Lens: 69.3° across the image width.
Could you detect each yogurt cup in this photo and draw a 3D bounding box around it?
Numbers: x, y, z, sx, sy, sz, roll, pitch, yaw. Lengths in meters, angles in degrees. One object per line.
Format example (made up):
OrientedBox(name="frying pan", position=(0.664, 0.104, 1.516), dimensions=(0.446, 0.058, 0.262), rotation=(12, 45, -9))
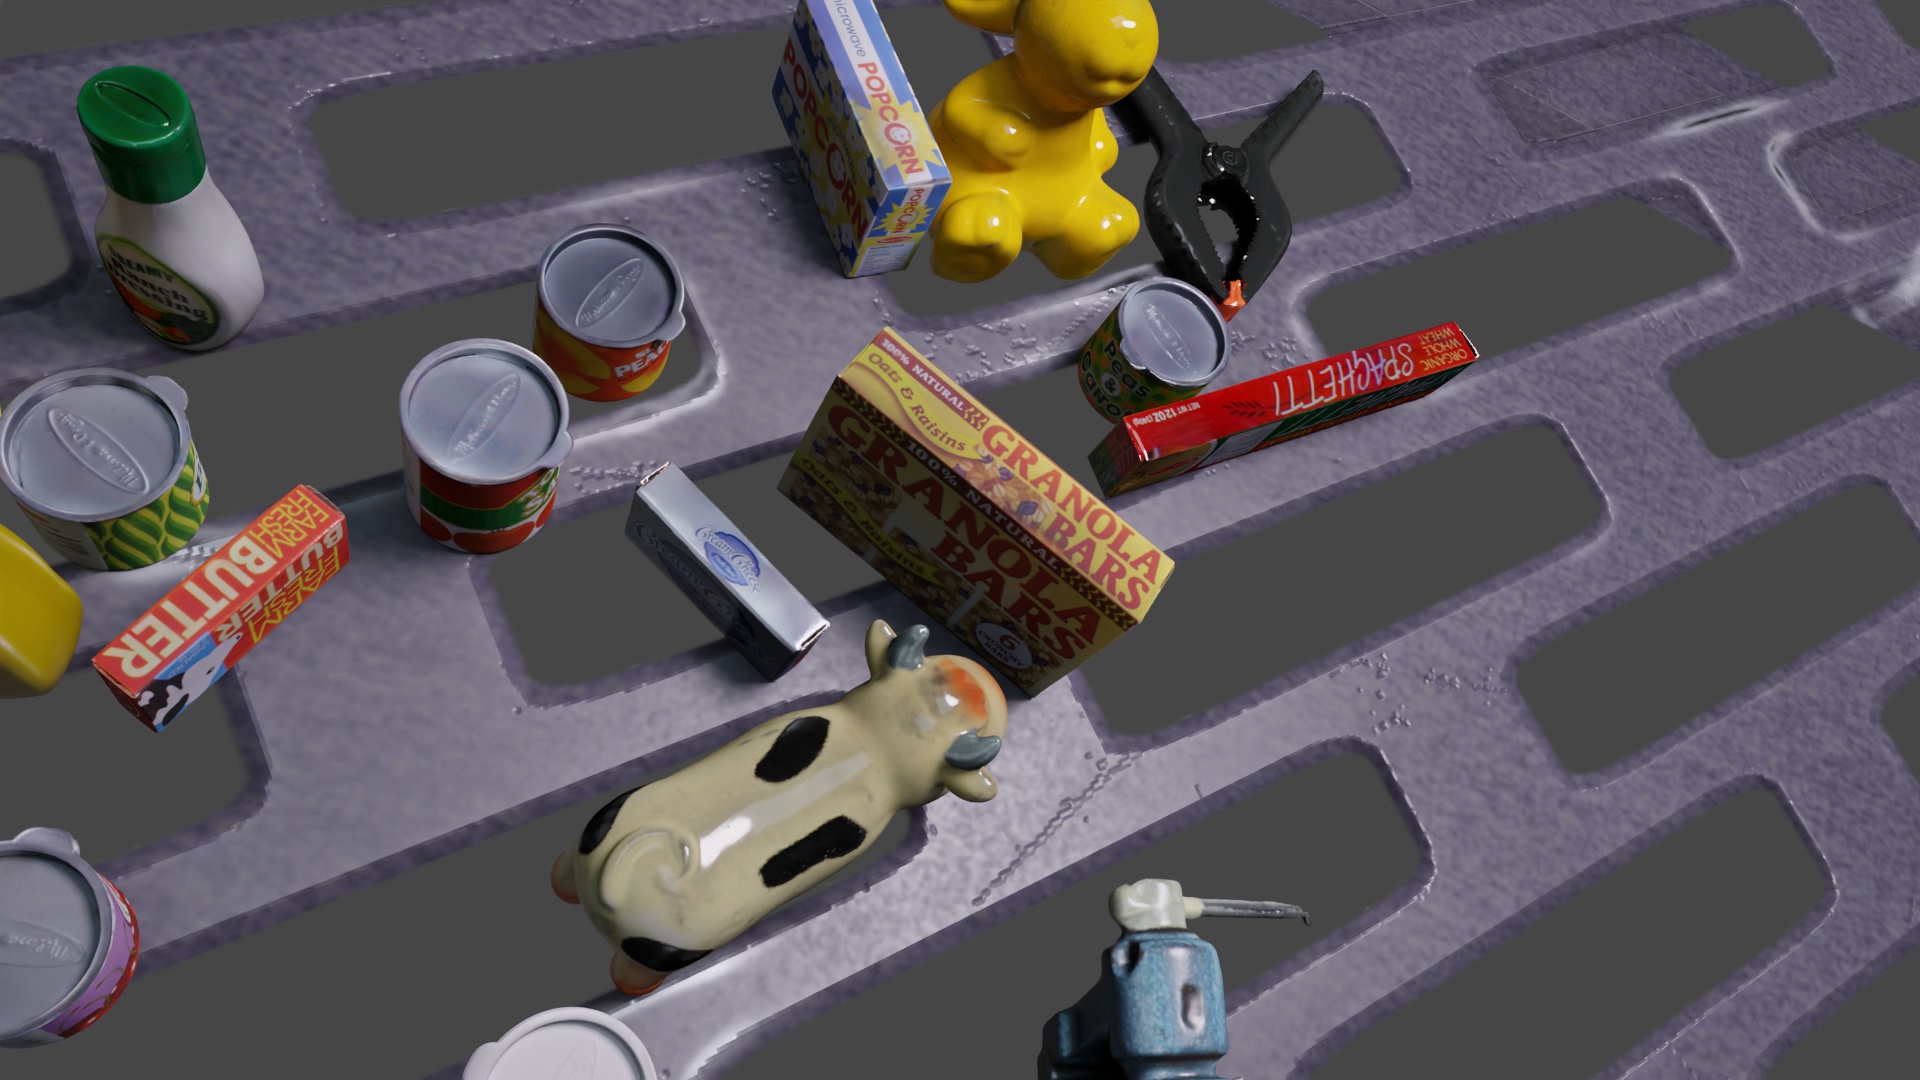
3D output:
OrientedBox(name="yogurt cup", position=(-0.153, 0.216, 0.530), dimensions=(0.072, 0.053, 0.072), rotation=(8, 66, -17))

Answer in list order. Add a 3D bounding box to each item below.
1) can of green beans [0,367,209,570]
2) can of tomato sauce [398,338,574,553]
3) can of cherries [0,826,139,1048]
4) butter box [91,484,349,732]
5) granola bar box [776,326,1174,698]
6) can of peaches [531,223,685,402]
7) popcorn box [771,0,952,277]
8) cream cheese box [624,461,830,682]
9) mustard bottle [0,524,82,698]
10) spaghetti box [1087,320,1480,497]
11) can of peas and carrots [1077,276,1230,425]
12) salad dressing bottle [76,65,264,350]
OrientedBox(name="can of green beans", position=(-0.344, -0.027, 0.561), dimensions=(0.071, 0.057, 0.071), rotation=(8, 66, -17))
OrientedBox(name="can of tomato sauce", position=(-0.205, -0.038, 0.603), dimensions=(0.071, 0.082, 0.071), rotation=(8, 66, -17))
OrientedBox(name="can of cherries", position=(-0.331, 0.142, 0.493), dimensions=(0.071, 0.058, 0.072), rotation=(8, 66, -17))
OrientedBox(name="butter box", position=(-0.294, 0.026, 0.560), dimensions=(0.024, 0.053, 0.104), rotation=(39, 60, -1))
OrientedBox(name="granola bar box", position=(0.002, -0.008, 0.644), dimensions=(0.165, 0.123, 0.039), rotation=(39, 61, -1))
OrientedBox(name="can of peaches", position=(-0.167, -0.105, 0.661), dimensions=(0.071, 0.057, 0.071), rotation=(8, 66, -17))
OrientedBox(name="popcorn box", position=(-0.055, -0.215, 0.734), dimensions=(0.038, 0.085, 0.127), rotation=(-16, 74, -25))
OrientedBox(name="cream cheese box", position=(-0.108, 0.016, 0.633), dimensions=(0.104, 0.053, 0.024), rotation=(45, 61, 2))
OrientedBox(name="mustard bottle", position=(-0.355, 0.013, 0.481), dimensions=(0.065, 0.159, 0.049), rotation=(12, 65, -15))
OrientedBox(name="spaghetti box", position=(0.187, -0.076, 0.784), dimensions=(0.251, 0.050, 0.029), rotation=(-18, 76, -26))
OrientedBox(name="can of peas and carrots", position=(0.103, -0.099, 0.758), dimensions=(0.071, 0.058, 0.071), rotation=(8, 66, -17))
OrientedBox(name="salad dressing bottle", position=(-0.321, -0.131, 0.563), dimensions=(0.064, 0.147, 0.044), rotation=(29, 61, -7))
